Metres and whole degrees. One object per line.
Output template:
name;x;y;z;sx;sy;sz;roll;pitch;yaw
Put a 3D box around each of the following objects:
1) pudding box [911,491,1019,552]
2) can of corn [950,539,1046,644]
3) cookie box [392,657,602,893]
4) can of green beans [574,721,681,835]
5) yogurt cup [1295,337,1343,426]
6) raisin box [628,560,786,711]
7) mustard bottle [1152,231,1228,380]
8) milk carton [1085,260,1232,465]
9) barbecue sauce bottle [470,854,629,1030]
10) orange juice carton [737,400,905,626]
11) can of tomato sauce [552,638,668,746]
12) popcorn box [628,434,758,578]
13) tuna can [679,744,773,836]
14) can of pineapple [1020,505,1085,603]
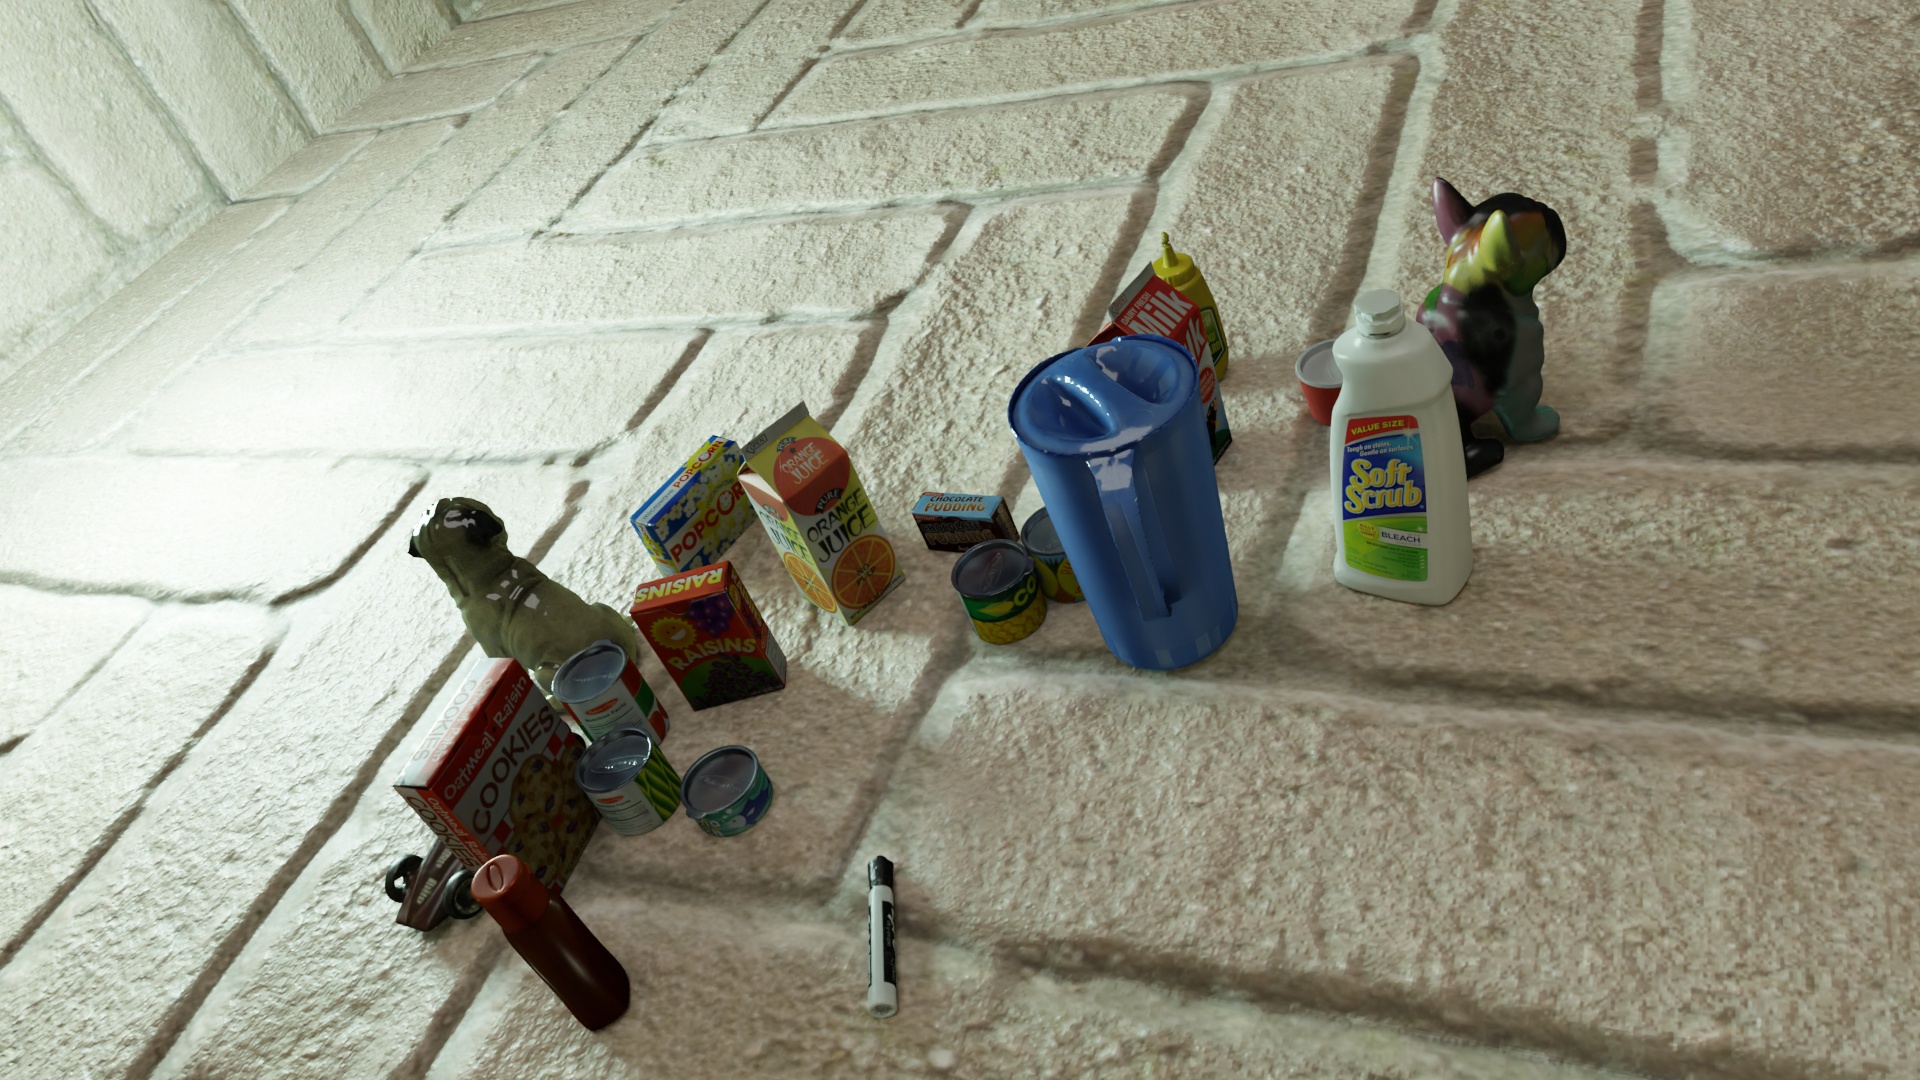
pudding box;0.004;-0.015;1.222;0.083;0.049;0.030;5;46;31
can of corn;0.035;0.042;1.134;0.071;0.058;0.071;-13;39;11
cookie box;-0.340;0.188;1.057;0.040;0.166;0.123;-2;43;24
can of green beans;-0.262;0.191;1.104;0.071;0.057;0.071;-13;39;11
yogurt cup;0.328;-0.135;1.202;0.072;0.053;0.073;-13;39;11
raisin box;-0.208;0.081;1.153;0.086;0.122;0.040;-14;39;11
mustard bottle;0.201;-0.209;1.265;0.065;0.159;0.049;-33;39;-12
milk carton;0.166;-0.139;1.176;0.073;0.189;0.073;14;51;37
barbecue sauce bottle;-0.279;0.271;0.946;0.044;0.148;0.065;-32;39;-11
orange juice carton;-0.123;-0.026;1.181;0.072;0.191;0.073;-41;42;-22
can of tomato sauce;-0.291;0.136;1.162;0.071;0.082;0.071;-14;39;11
popcorn box;-0.249;-0.028;1.331;0.038;0.085;0.127;13;50;36
tuna can;-0.183;0.197;1.079;0.071;0.032;0.071;-13;39;11
can of pineapple;0.090;0.010;1.145;0.071;0.057;0.071;-13;39;11
